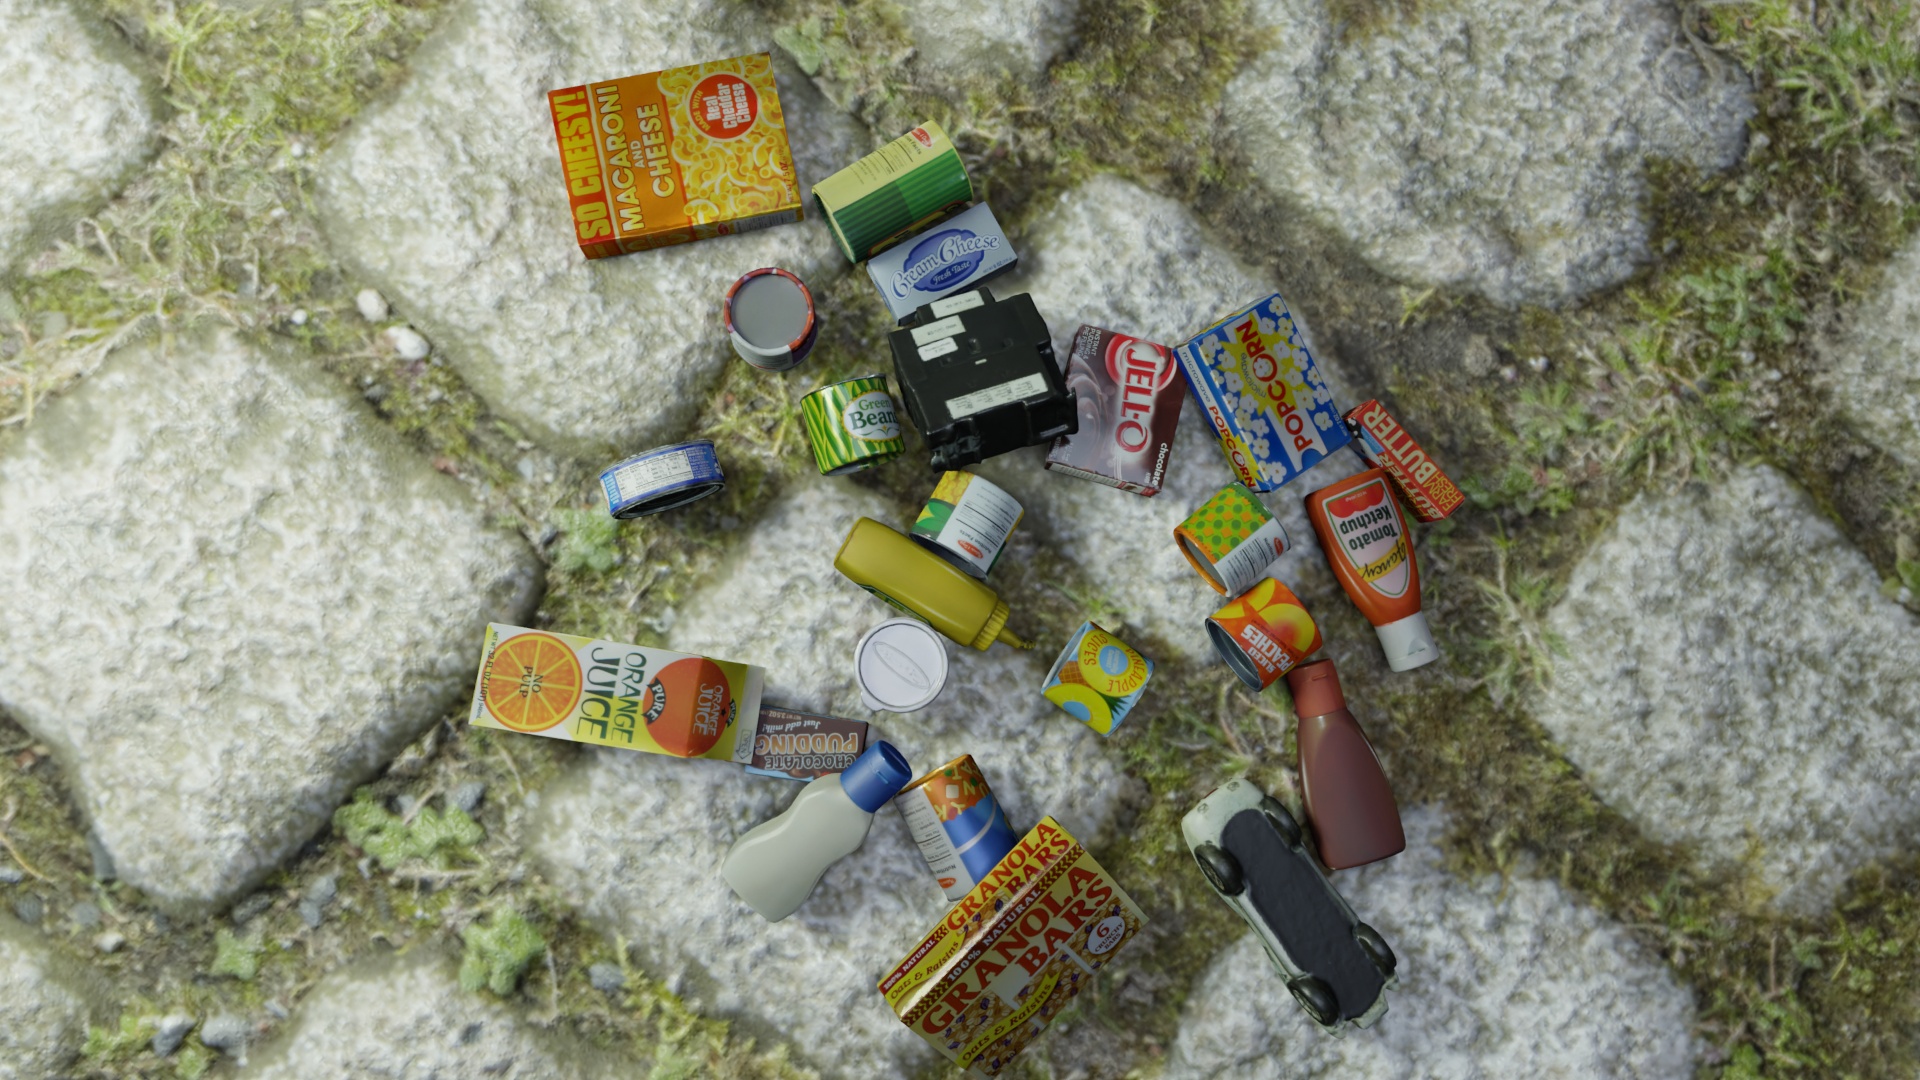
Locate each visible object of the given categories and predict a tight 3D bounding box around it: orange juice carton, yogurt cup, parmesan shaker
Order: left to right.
[{"bbox_3d":[-0.238,0.109,0.985,0.193,0.073,0.072,9,83,-3],"label":"orange juice carton"},{"bbox_3d":[-0.052,-0.261,1.039,0.103,0.071,0.071,-31,87,-5],"label":"parmesan shaker"},{"bbox_3d":[-0.043,0.090,1.008,0.072,0.054,0.072,0,84,-4],"label":"yogurt cup"}]

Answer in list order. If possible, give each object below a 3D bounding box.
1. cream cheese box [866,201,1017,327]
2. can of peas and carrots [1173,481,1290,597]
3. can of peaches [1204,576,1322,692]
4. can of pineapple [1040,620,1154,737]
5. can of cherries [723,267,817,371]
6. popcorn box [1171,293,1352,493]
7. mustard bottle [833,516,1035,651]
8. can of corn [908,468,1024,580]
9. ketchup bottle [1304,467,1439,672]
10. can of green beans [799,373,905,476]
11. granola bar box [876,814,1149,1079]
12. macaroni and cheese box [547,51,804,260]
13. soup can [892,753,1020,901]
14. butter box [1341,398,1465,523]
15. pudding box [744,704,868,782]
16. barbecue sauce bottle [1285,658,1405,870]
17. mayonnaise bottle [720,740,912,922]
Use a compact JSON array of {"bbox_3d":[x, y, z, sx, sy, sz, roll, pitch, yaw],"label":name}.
[{"bbox_3d":[-0.014,-0.210,1.055,0.104,0.024,0.053,-29,85,-6],"label":"cream cheese box"},{"bbox_3d":[0.199,-0.002,1.028,0.059,0.071,0.071,-39,88,-5],"label":"can of peas and carrots"},{"bbox_3d":[0.223,0.069,1.019,0.058,0.071,0.071,-34,87,-7],"label":"can of peaches"},{"bbox_3d":[0.100,0.099,1.009,0.058,0.071,0.071,33,84,0],"label":"can of pineapple"},{"bbox_3d":[-0.139,-0.165,1.026,0.071,0.058,0.071,0,85,-3],"label":"can of cherries"},{"bbox_3d":[0.224,-0.109,1.034,0.085,0.038,0.126,-31,97,-21],"label":"popcorn box"},{"bbox_3d":[-0.015,0.040,1.012,0.160,0.065,0.049,31,84,-4],"label":"mustard bottle"},{"bbox_3d":[0.004,-0.013,1.017,0.071,0.071,0.058,30,80,0],"label":"can of corn"},{"bbox_3d":[0.314,0.024,1.043,0.065,0.043,0.149,-21,86,-3],"label":"ketchup bottle"},{"bbox_3d":[-0.079,-0.083,1.017,0.071,0.071,0.058,-16,86,-5],"label":"can of green beans"},{"bbox_3d":[0.039,0.286,0.968,0.166,0.039,0.124,-44,130,-6],"label":"granola bar box"},{"bbox_3d":[-0.212,-0.288,1.043,0.167,0.040,0.123,-12,85,-5],"label":"macaroni and cheese box"},{"bbox_3d":[0.001,0.203,0.995,0.071,0.071,0.084,-29,87,-6],"label":"soup can"},{"bbox_3d":[0.330,-0.059,1.047,0.024,0.053,0.103,-42,88,-4],"label":"butter box"},{"bbox_3d":[-0.112,0.150,1.010,0.084,0.030,0.049,10,85,-2],"label":"pudding box"},{"bbox_3d":[0.278,0.163,1.027,0.065,0.043,0.148,-15,85,-5],"label":"barbecue sauce bottle"},{"bbox_3d":[-0.098,0.202,0.980,0.148,0.041,0.064,-43,96,10],"label":"mayonnaise bottle"}]
